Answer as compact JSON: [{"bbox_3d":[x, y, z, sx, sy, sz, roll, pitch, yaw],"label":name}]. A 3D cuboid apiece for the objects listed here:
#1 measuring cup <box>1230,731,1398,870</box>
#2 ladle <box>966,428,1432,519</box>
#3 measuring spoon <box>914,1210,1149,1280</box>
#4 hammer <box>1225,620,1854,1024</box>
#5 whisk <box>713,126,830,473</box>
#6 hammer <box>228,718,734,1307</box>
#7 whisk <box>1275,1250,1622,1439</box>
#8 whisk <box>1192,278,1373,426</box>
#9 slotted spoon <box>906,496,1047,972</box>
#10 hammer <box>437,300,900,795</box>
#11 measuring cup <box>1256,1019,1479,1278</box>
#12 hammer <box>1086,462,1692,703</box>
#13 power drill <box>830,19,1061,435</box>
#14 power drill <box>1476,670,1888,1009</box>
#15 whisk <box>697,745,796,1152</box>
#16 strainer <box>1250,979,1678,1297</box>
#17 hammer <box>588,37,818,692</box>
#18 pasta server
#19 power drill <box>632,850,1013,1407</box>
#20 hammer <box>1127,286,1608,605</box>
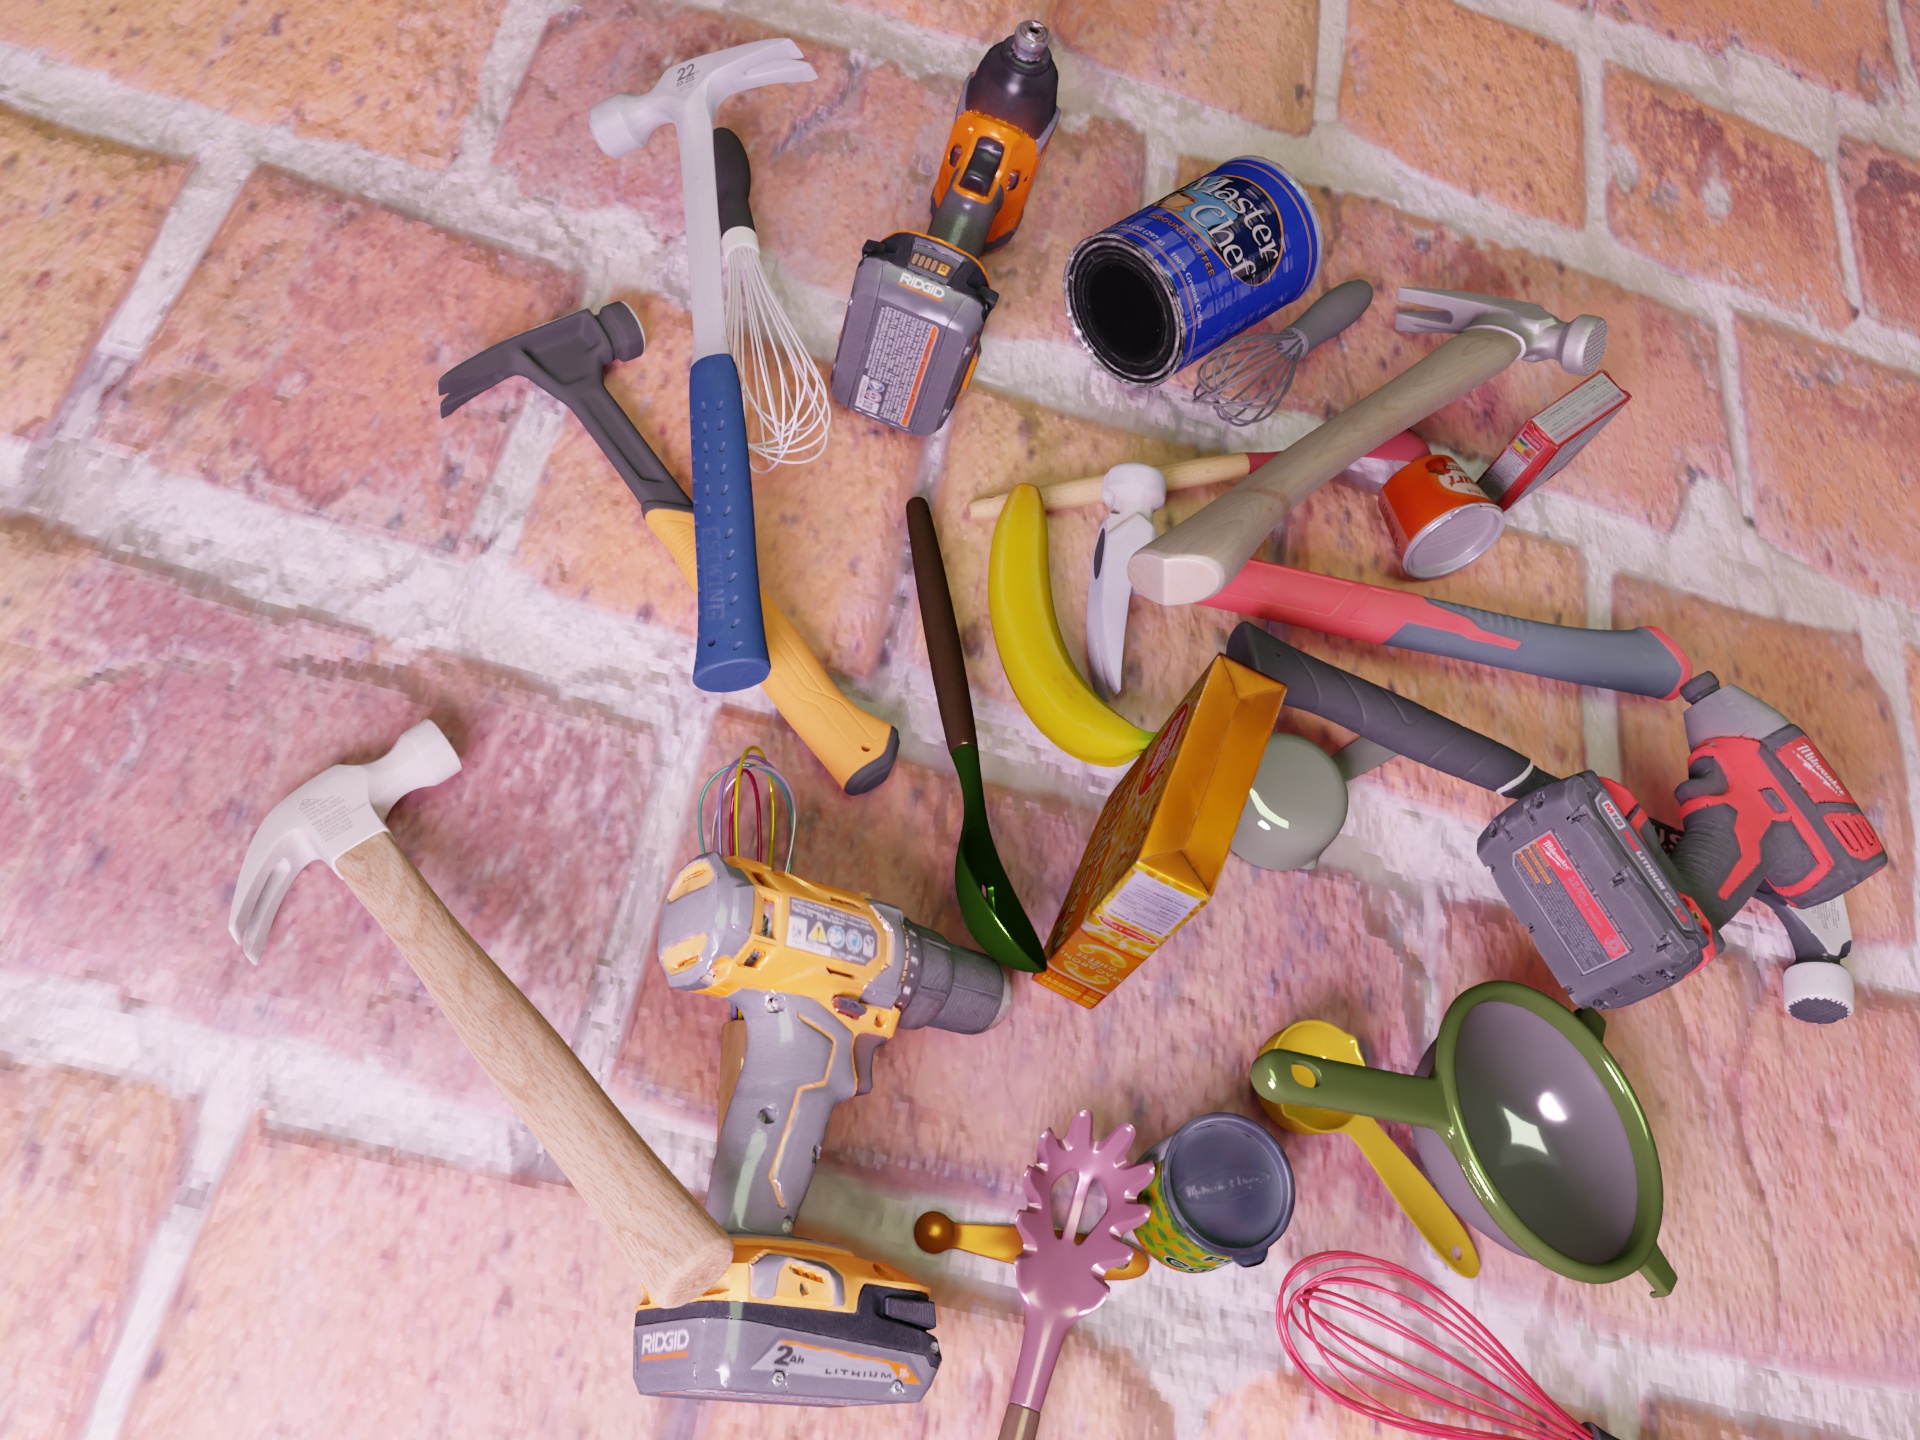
[{"bbox_3d":[0.218,0.024,0.911,0.167,0.038,0.083,-26,72,-23],"label":"measuring cup"},{"bbox_3d":[0.154,-0.156,0.994,0.315,0.031,0.069,-12,21,-15],"label":"ladle"},{"bbox_3d":[0.035,0.250,0.757,0.117,0.011,0.021,12,60,-9],"label":"measuring spoon"},{"bbox_3d":[0.338,0.035,0.918,0.409,0.036,0.149,23,57,-8],"label":"hammer"},{"bbox_3d":[-0.131,-0.266,0.971,0.070,0.070,0.285,-4,58,-17],"label":"whisk"},{"bbox_3d":[-0.208,0.125,0.688,0.130,0.031,0.332,-35,54,-23],"label":"hammer"},{"bbox_3d":[0.279,0.334,0.753,0.295,0.073,0.073,29,59,-5],"label":"whisk"},{"bbox_3d":[0.219,-0.248,1.037,0.055,0.055,0.239,41,46,9],"label":"whisk"},{"bbox_3d":[-0.001,-0.003,0.858,0.031,0.070,0.314,-23,53,17],"label":"slotted spoon"},{"bbox_3d":[-0.151,-0.092,0.881,0.127,0.034,0.337,-31,74,-28],"label":"hammer"},{"bbox_3d":[0.208,0.223,0.816,0.062,0.029,0.156,-37,88,-30],"label":"measuring cup"},{"bbox_3d":[0.264,-0.047,0.959,0.386,0.038,0.143,11,72,-12],"label":"hammer"},{"bbox_3d":[0.000,-0.304,0.963,0.084,0.164,0.227,22,61,-3],"label":"power drill"},{"bbox_3d":[0.395,0.057,0.864,0.219,0.078,0.143,-19,71,-31],"label":"power drill"},{"bbox_3d":[-0.106,0.125,0.772,0.051,0.047,0.245,6,64,-13],"label":"whisk"},{"bbox_3d":[0.231,0.200,0.779,0.256,0.069,0.152,16,52,-26],"label":"strainer"},{"bbox_3d":[-0.134,-0.209,0.883,0.144,0.035,0.406,-16,66,20],"label":"hammer"},{"bbox_3d":[0.021,0.327,0.692,0.060,0.040,0.316,17,62,4],"label":"pasta server"},{"bbox_3d":[-0.053,0.185,0.717,0.185,0.084,0.226,21,57,-35],"label":"power drill"},{"bbox_3d":[0.230,-0.175,0.960,0.146,0.038,0.410,24,45,37],"label":"hammer"}]
